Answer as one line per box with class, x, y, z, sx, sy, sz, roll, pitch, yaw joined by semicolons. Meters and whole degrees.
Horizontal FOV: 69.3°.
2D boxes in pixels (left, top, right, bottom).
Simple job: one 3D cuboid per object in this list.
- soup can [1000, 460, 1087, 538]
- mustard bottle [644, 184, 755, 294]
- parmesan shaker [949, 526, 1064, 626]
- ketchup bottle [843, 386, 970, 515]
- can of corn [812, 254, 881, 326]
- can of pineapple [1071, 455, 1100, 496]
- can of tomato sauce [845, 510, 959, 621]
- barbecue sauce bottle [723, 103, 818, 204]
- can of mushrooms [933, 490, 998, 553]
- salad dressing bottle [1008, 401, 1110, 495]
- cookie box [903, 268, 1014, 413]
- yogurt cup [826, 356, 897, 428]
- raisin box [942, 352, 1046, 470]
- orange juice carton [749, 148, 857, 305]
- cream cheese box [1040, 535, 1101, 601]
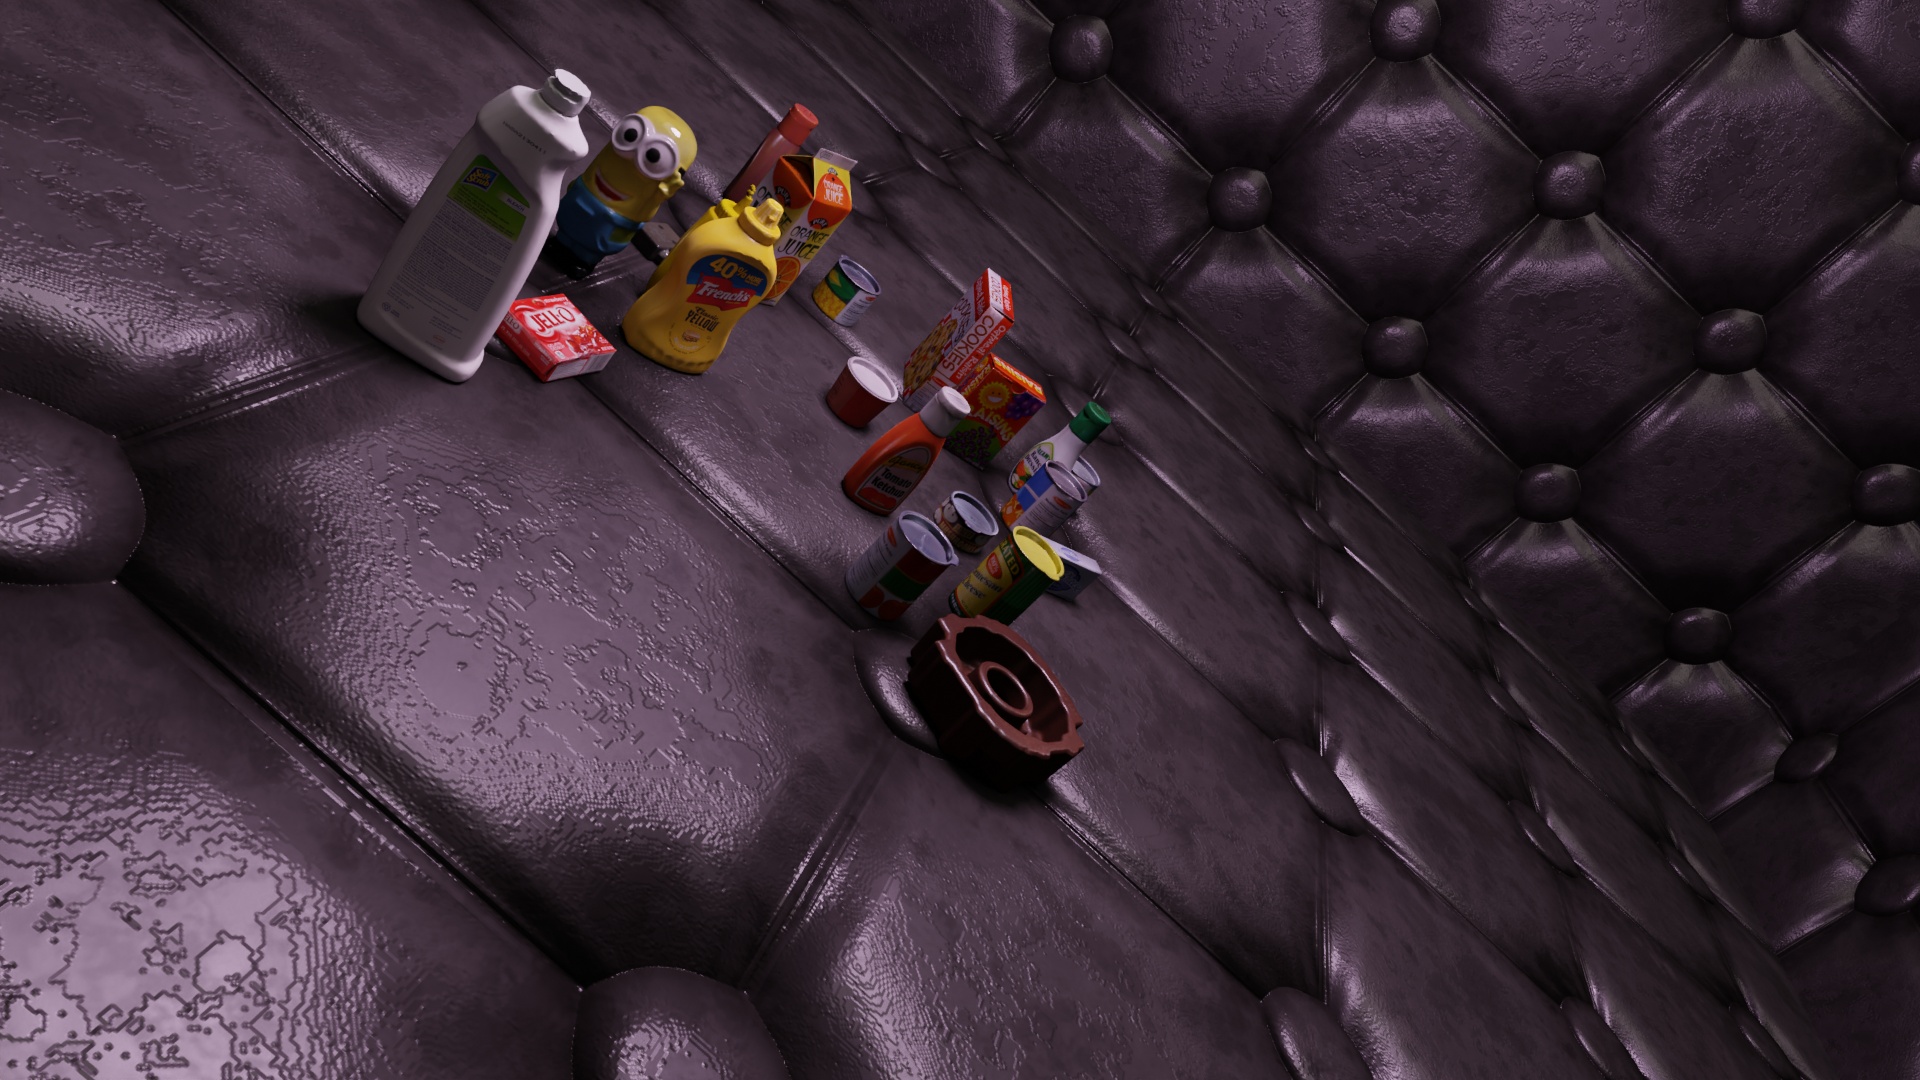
soup can;0.098;-0.044;1.640;0.071;0.083;0.072;36;25;-19
mustard bottle;-0.253;-0.293;1.396;0.049;0.159;0.065;46;23;4
parmesan shaker;0.046;0.046;1.385;0.071;0.102;0.071;36;25;-19
ketchup bottle;-0.051;-0.092;1.401;0.064;0.148;0.044;27;29;-35
can of corn;-0.143;-0.310;1.725;0.071;0.058;0.071;35;25;-19
can of pineapple;0.137;-0.076;1.786;0.071;0.057;0.071;35;25;-19
can of tomato sauce;-0.055;0.025;1.284;0.071;0.083;0.071;36;25;-19
barbecue sauce bottle;-0.237;-0.479;1.742;0.043;0.148;0.065;40;24;-11
can of mushrooms;0.005;-0.019;1.514;0.071;0.033;0.071;35;25;-19
salad dressing bottle;0.122;-0.107;1.701;0.044;0.147;0.064;22;32;-42
cookie box;-0.003;-0.241;1.700;0.040;0.167;0.123;35;25;-20
yogurt cup;-0.112;-0.161;1.537;0.072;0.053;0.073;35;25;-19
raisin box;0.030;-0.153;1.662;0.086;0.123;0.040;31;26;-27
orange juice carton;-0.194;-0.361;1.561;0.073;0.192;0.072;53;25;20
cream cheese box;0.105;0.032;1.564;0.104;0.053;0.024;24;31;-39
